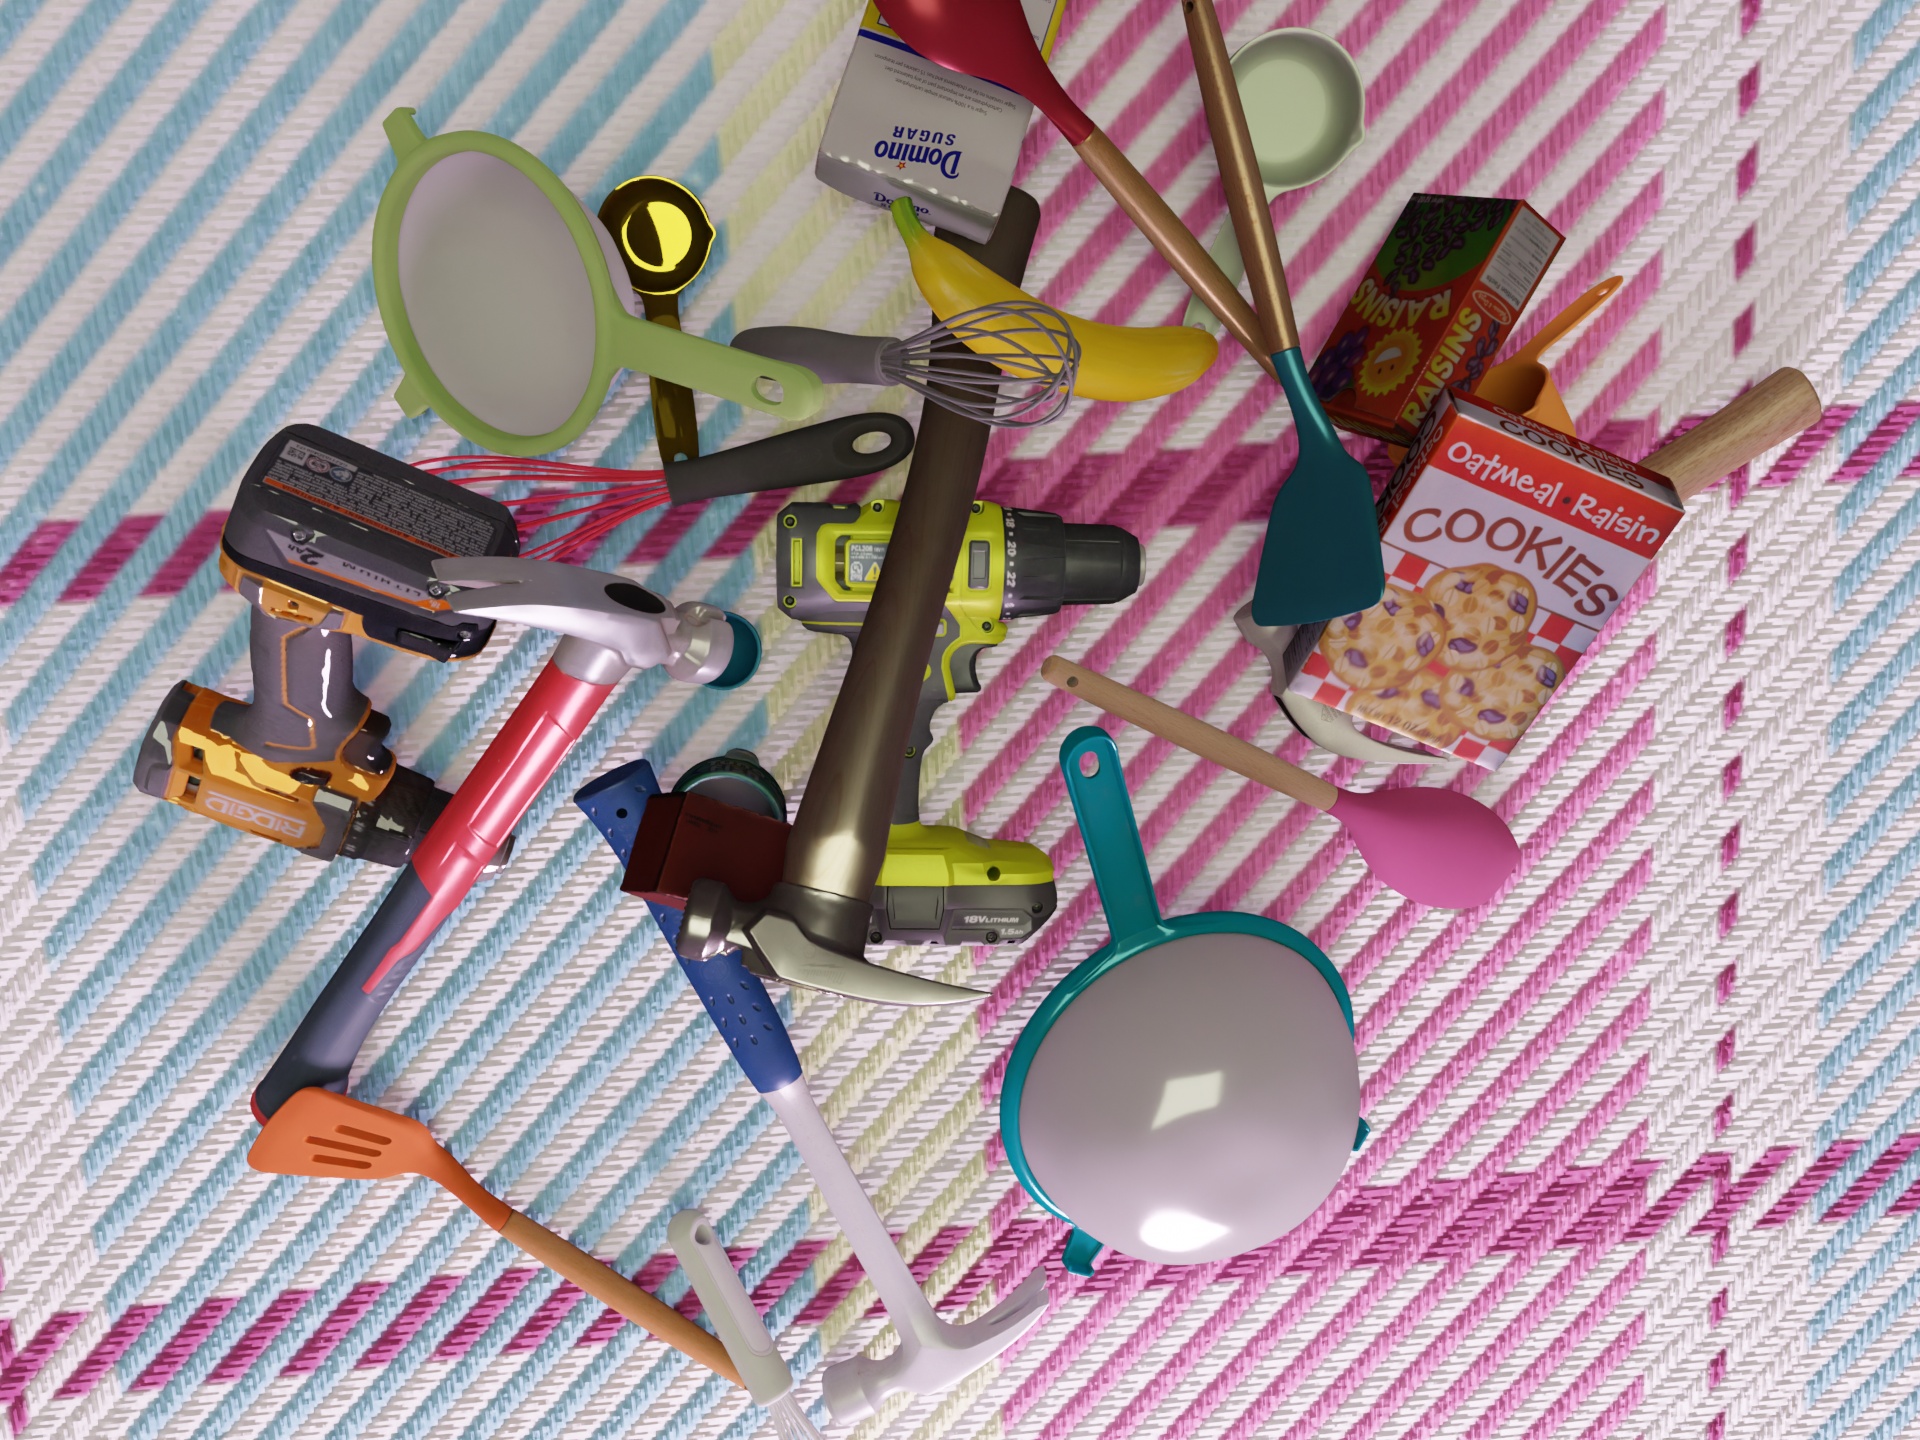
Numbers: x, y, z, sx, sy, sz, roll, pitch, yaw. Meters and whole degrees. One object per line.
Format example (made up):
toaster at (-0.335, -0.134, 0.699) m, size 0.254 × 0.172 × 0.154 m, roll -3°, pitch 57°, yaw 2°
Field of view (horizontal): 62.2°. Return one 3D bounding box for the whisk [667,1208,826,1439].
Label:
whisk at (-0.100, 0.386, 0.896) m, size 0.059 × 0.058 × 0.246 m, roll -29°, pitch 89°, yaw 31°

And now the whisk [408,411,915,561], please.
whisk at (-0.168, -0.116, 0.808) m, size 0.296 × 0.073 × 0.073 m, roll -12°, pitch 101°, yaw -5°

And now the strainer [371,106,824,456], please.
strainer at (-0.162, -0.191, 0.753) m, size 0.256 × 0.069 × 0.151 m, roll 21°, pitch 122°, yaw 21°

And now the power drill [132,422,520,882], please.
power drill at (-0.284, -0.012, 0.773) m, size 0.185 × 0.084 × 0.226 m, roll 23°, pitch 128°, yaw -18°

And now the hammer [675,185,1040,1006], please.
hammer at (-0.012, -0.069, 0.770) m, size 0.146 × 0.038 × 0.411 m, roll 14°, pitch 78°, yaw -2°

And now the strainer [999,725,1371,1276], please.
strainer at (0.116, 0.161, 0.814) m, size 0.211 × 0.095 × 0.340 m, roll -22°, pitch 119°, yaw -7°

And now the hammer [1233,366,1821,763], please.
hammer at (0.320, -0.088, 0.868) m, size 0.331 × 0.031 × 0.130 m, roll -32°, pitch 100°, yaw 1°

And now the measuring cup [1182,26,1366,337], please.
measuring cup at (0.149, -0.272, 0.825) m, size 0.083 × 0.038 × 0.167 m, roll 19°, pitch 114°, yaw -5°

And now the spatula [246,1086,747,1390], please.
spatula at (-0.237, 0.299, 0.886) m, size 0.322 × 0.041 × 0.081 m, roll 37°, pitch 118°, yaw -11°

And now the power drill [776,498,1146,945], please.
power drill at (-0.001, -0.003, 0.835) m, size 0.190 × 0.080 × 0.228 m, roll 1°, pitch 97°, yaw -5°

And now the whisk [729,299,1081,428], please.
whisk at (-0.035, -0.170, 0.744) m, size 0.055 × 0.239 × 0.055 m, roll -15°, pitch 111°, yaw -42°

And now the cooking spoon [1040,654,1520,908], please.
cooking spoon at (0.177, 0.033, 0.851) m, size 0.318 × 0.017 × 0.068 m, roll 24°, pitch 108°, yaw -22°

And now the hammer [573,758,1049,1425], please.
hammer at (-0.087, 0.201, 0.861) m, size 0.144 × 0.035 × 0.405 m, roll -24°, pitch 106°, yaw 4°

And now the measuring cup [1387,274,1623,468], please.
measuring cup at (0.303, -0.167, 0.838) m, size 0.173 × 0.095 × 0.052 m, roll -42°, pitch 112°, yaw -17°

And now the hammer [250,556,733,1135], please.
hammer at (-0.268, 0.076, 0.770) m, size 0.143 × 0.038 × 0.386 m, roll 11°, pitch 128°, yaw -47°

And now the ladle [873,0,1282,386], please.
ladle at (0.074, -0.263, 0.770) m, size 0.315 × 0.031 × 0.069 m, roll 39°, pitch 70°, yaw -31°

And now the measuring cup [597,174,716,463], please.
measuring cup at (-0.151, -0.199, 0.819) m, size 0.062 × 0.029 × 0.156 m, roll -4°, pitch 112°, yaw -3°

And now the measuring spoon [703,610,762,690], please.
measuring spoon at (-0.166, -0.050, 0.847) m, size 0.128 × 0.021 × 0.042 m, roll 16°, pitch 99°, yaw 2°

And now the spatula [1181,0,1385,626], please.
spatula at (0.148, -0.206, 0.782) m, size 0.044 × 0.082 × 0.317 m, roll -21°, pitch 98°, yaw -38°
